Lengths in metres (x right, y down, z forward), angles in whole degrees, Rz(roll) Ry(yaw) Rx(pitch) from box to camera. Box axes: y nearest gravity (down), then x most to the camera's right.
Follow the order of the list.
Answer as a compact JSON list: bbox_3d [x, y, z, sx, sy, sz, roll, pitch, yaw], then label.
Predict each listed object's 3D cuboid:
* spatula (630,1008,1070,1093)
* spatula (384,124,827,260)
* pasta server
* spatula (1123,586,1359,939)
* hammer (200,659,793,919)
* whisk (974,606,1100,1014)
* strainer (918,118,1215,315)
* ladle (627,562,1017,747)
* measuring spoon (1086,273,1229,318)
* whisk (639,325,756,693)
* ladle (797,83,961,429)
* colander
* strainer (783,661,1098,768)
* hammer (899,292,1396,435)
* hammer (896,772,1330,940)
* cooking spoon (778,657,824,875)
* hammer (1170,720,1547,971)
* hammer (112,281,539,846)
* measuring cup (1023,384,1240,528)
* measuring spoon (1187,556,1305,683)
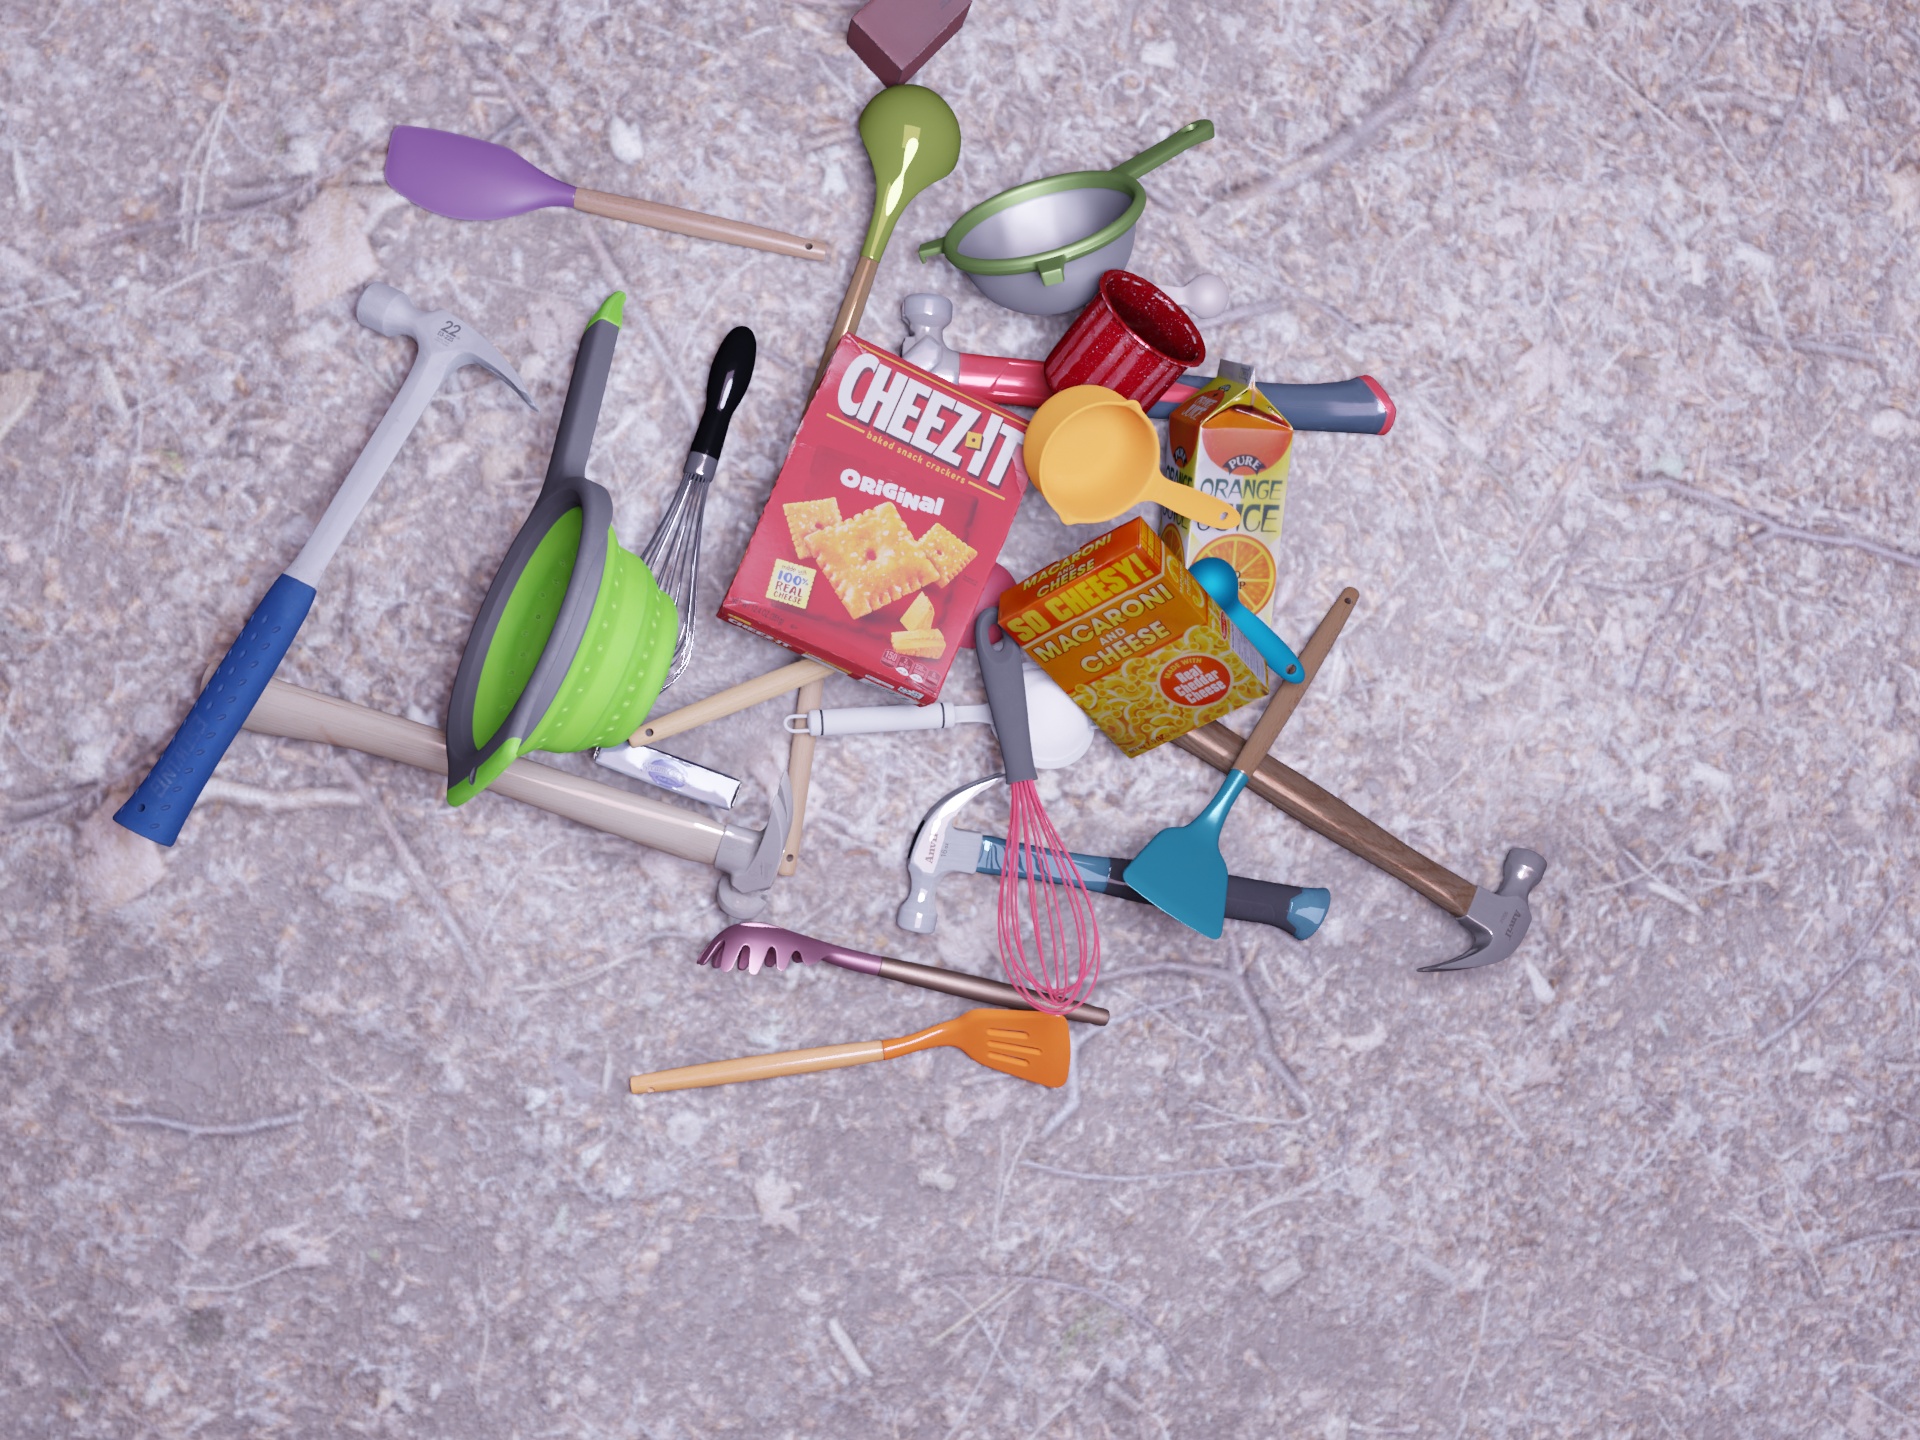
[{"bbox_3d":[-0.080,0.253,1.175,0.322,0.041,0.081,-7,127,-7],"label":"spatula"},{"bbox_3d":[-0.253,-0.370,1.150,0.316,0.018,0.060,10,90,-8],"label":"spatula"},{"bbox_3d":[-0.037,0.196,1.184,0.316,0.060,0.040,15,80,-14],"label":"pasta server"},{"bbox_3d":[0.227,0.018,1.192,0.082,0.044,0.317,33,71,3],"label":"spatula"},{"bbox_3d":[-0.318,0.030,1.100,0.410,0.146,0.038,18,49,-5],"label":"hammer"},{"bbox_3d":[0.047,0.063,1.137,0.073,0.073,0.296,-9,84,-9],"label":"whisk"},{"bbox_3d":[0.105,-0.368,1.184,0.256,0.152,0.069,-37,130,-25],"label":"strainer"},{"bbox_3d":[-0.092,-0.045,1.153,0.315,0.031,0.069,-23,91,-17],"label":"ladle"},{"bbox_3d":[0.148,-0.327,1.219,0.124,0.018,0.034,-2,91,-9],"label":"measuring spoon"},{"bbox_3d":[-0.198,-0.153,1.145,0.070,0.070,0.285,17,83,-10],"label":"whisk"},{"bbox_3d":[-0.078,-0.314,1.176,0.078,0.062,0.320,19,94,-15],"label":"ladle"},{"bbox_3d":[-0.240,-0.119,1.070,0.094,0.204,0.397,24,57,-30],"label":"colander"},{"bbox_3d":[-0.002,-0.004,1.178,0.258,0.050,0.087,-3,70,-11],"label":"strainer"},{"bbox_3d":[0.143,-0.232,1.210,0.386,0.038,0.143,3,91,-10],"label":"hammer"},{"bbox_3d":[0.123,0.122,1.214,0.331,0.033,0.128,11,90,-10],"label":"hammer"},{"bbox_3d":[-0.108,-0.043,1.179,0.068,0.017,0.319,8,90,-25],"label":"cooking spoon"},{"bbox_3d":[0.298,0.085,1.234,0.331,0.031,0.130,31,69,-5],"label":"hammer"},{"bbox_3d":[-0.435,-0.100,1.071,0.144,0.035,0.405,26,79,6],"label":"hammer"},{"bbox_3d":[0.121,-0.175,1.111,0.173,0.052,0.095,17,113,-31],"label":"measuring cup"},{"bbox_3d":[0.213,-0.068,1.161,0.042,0.021,0.128,-45,109,7],"label":"measuring spoon"}]
